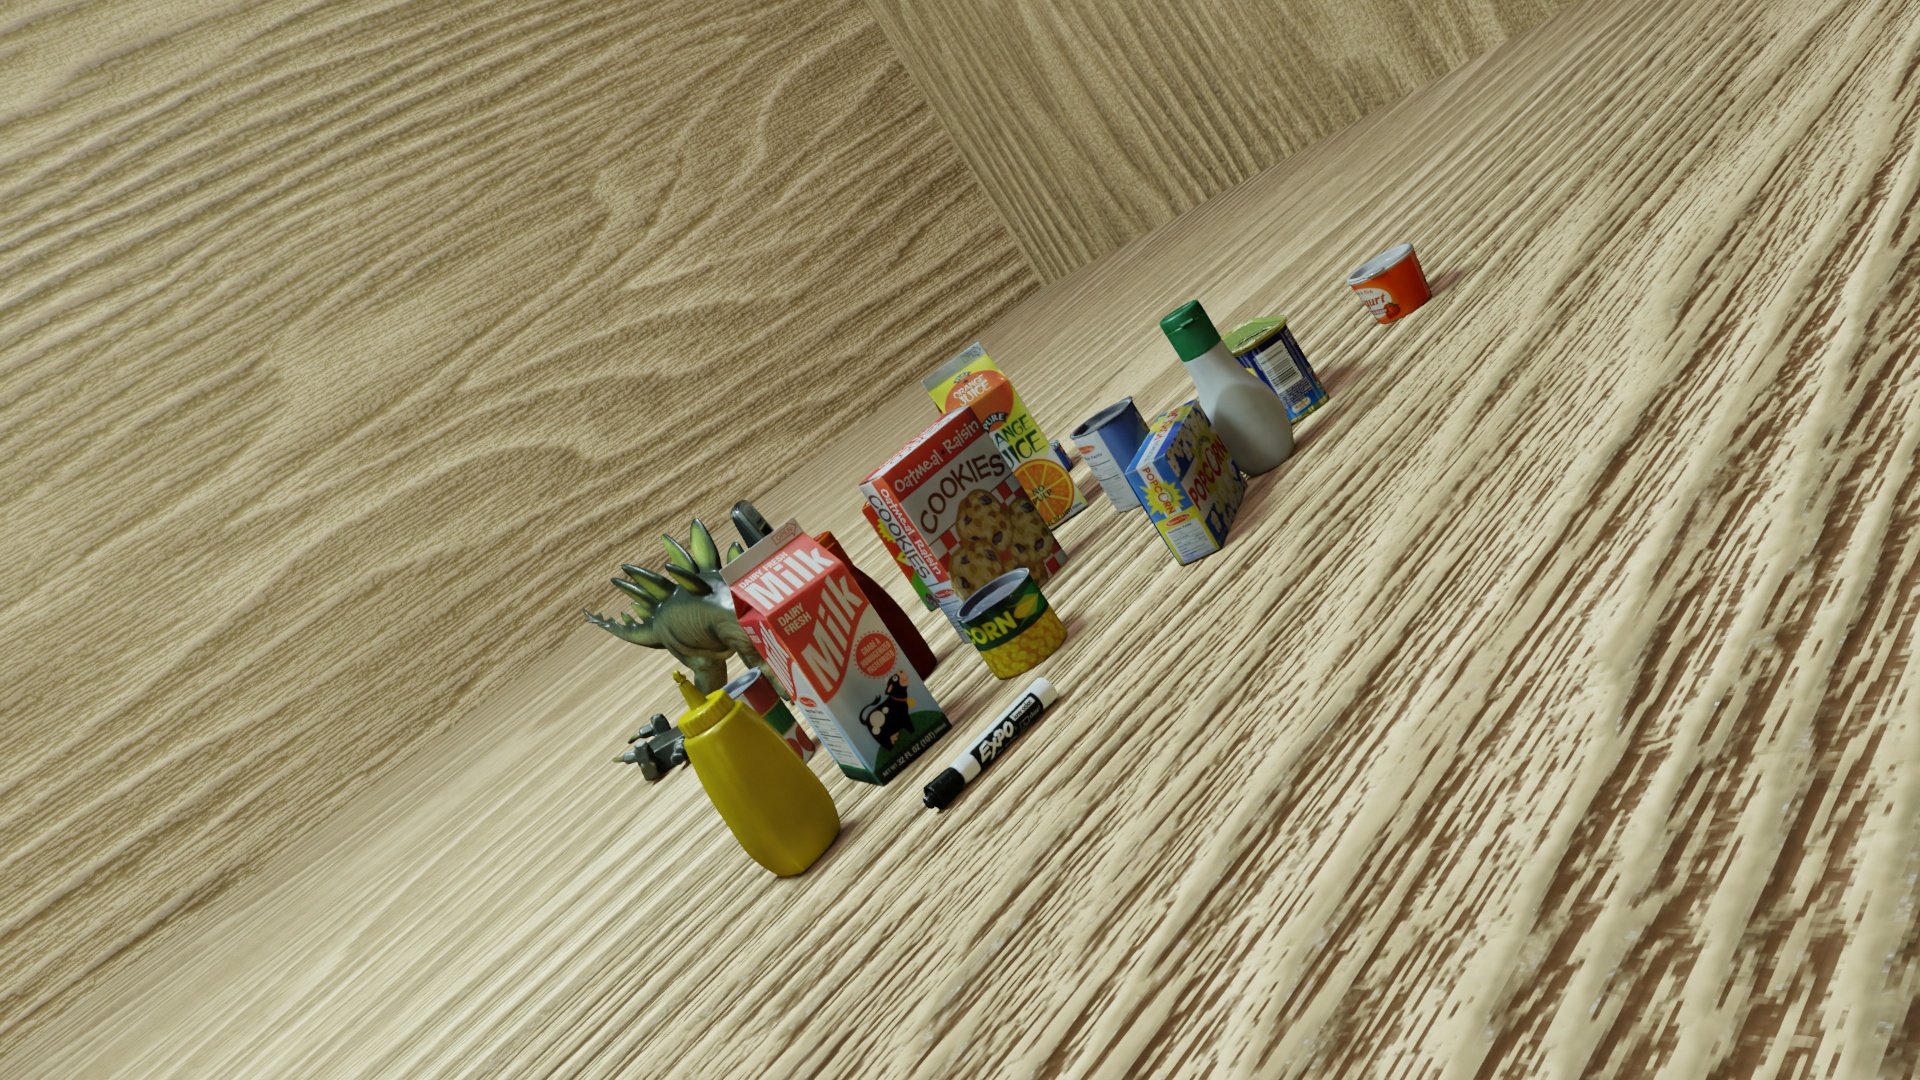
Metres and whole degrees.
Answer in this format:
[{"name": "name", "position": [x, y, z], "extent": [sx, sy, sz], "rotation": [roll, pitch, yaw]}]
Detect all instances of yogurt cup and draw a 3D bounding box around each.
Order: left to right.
[{"name": "yogurt cup", "position": [0.410, -0.242, 1.319], "extent": [0.072, 0.054, 0.072], "rotation": [-32, 11, 7]}]

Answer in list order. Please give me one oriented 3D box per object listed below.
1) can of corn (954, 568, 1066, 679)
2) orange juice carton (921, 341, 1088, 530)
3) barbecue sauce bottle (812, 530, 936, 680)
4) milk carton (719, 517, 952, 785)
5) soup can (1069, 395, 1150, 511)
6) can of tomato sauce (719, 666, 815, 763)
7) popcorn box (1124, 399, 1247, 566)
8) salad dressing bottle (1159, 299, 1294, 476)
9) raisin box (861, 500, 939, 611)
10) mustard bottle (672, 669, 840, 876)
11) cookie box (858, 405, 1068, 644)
[{"name": "can of corn", "position": [0.037, 0.064, 1.051], "extent": [0.071, 0.058, 0.071], "rotation": [-32, 11, 7]}, {"name": "orange juice carton", "position": [0.041, -0.097, 1.377], "extent": [0.072, 0.192, 0.073], "rotation": [-34, 11, -2]}, {"name": "barbecue sauce bottle", "position": [-0.083, 0.062, 1.165], "extent": [0.043, 0.148, 0.065], "rotation": [-20, 17, 51]}, {"name": "milk carton", "position": [-0.096, 0.080, 1.015], "extent": [0.072, 0.190, 0.073], "rotation": [-38, 12, -23]}, {"name": "soup can", "position": [0.152, -0.079, 1.274], "extent": [0.071, 0.083, 0.071], "rotation": [-32, 11, 7]}, {"name": "can of tomato sauce", "position": [-0.171, 0.159, 1.167], "extent": [0.071, 0.083, 0.071], "rotation": [-32, 11, 7]}, {"name": "popcorn box", "position": [0.175, -0.047, 1.067], "extent": [0.038, 0.085, 0.127], "rotation": [-27, 13, 30]}, {"name": "salad dressing bottle", "position": [0.214, -0.124, 1.123], "extent": [0.064, 0.147, 0.044], "rotation": [-32, 11, 8]}, {"name": "raisin box", "position": [-0.027, -0.005, 1.359], "extent": [0.086, 0.123, 0.040], "rotation": [-31, 11, 11]}, {"name": "mustard bottle", "position": [-0.146, 0.150, 0.938], "extent": [0.048, 0.160, 0.066], "rotation": [-23, 15, 44]}, {"name": "cookie box", "position": [0.004, -0.015, 1.198], "extent": [0.123, 0.167, 0.040], "rotation": [-42, 13, -37]}]
